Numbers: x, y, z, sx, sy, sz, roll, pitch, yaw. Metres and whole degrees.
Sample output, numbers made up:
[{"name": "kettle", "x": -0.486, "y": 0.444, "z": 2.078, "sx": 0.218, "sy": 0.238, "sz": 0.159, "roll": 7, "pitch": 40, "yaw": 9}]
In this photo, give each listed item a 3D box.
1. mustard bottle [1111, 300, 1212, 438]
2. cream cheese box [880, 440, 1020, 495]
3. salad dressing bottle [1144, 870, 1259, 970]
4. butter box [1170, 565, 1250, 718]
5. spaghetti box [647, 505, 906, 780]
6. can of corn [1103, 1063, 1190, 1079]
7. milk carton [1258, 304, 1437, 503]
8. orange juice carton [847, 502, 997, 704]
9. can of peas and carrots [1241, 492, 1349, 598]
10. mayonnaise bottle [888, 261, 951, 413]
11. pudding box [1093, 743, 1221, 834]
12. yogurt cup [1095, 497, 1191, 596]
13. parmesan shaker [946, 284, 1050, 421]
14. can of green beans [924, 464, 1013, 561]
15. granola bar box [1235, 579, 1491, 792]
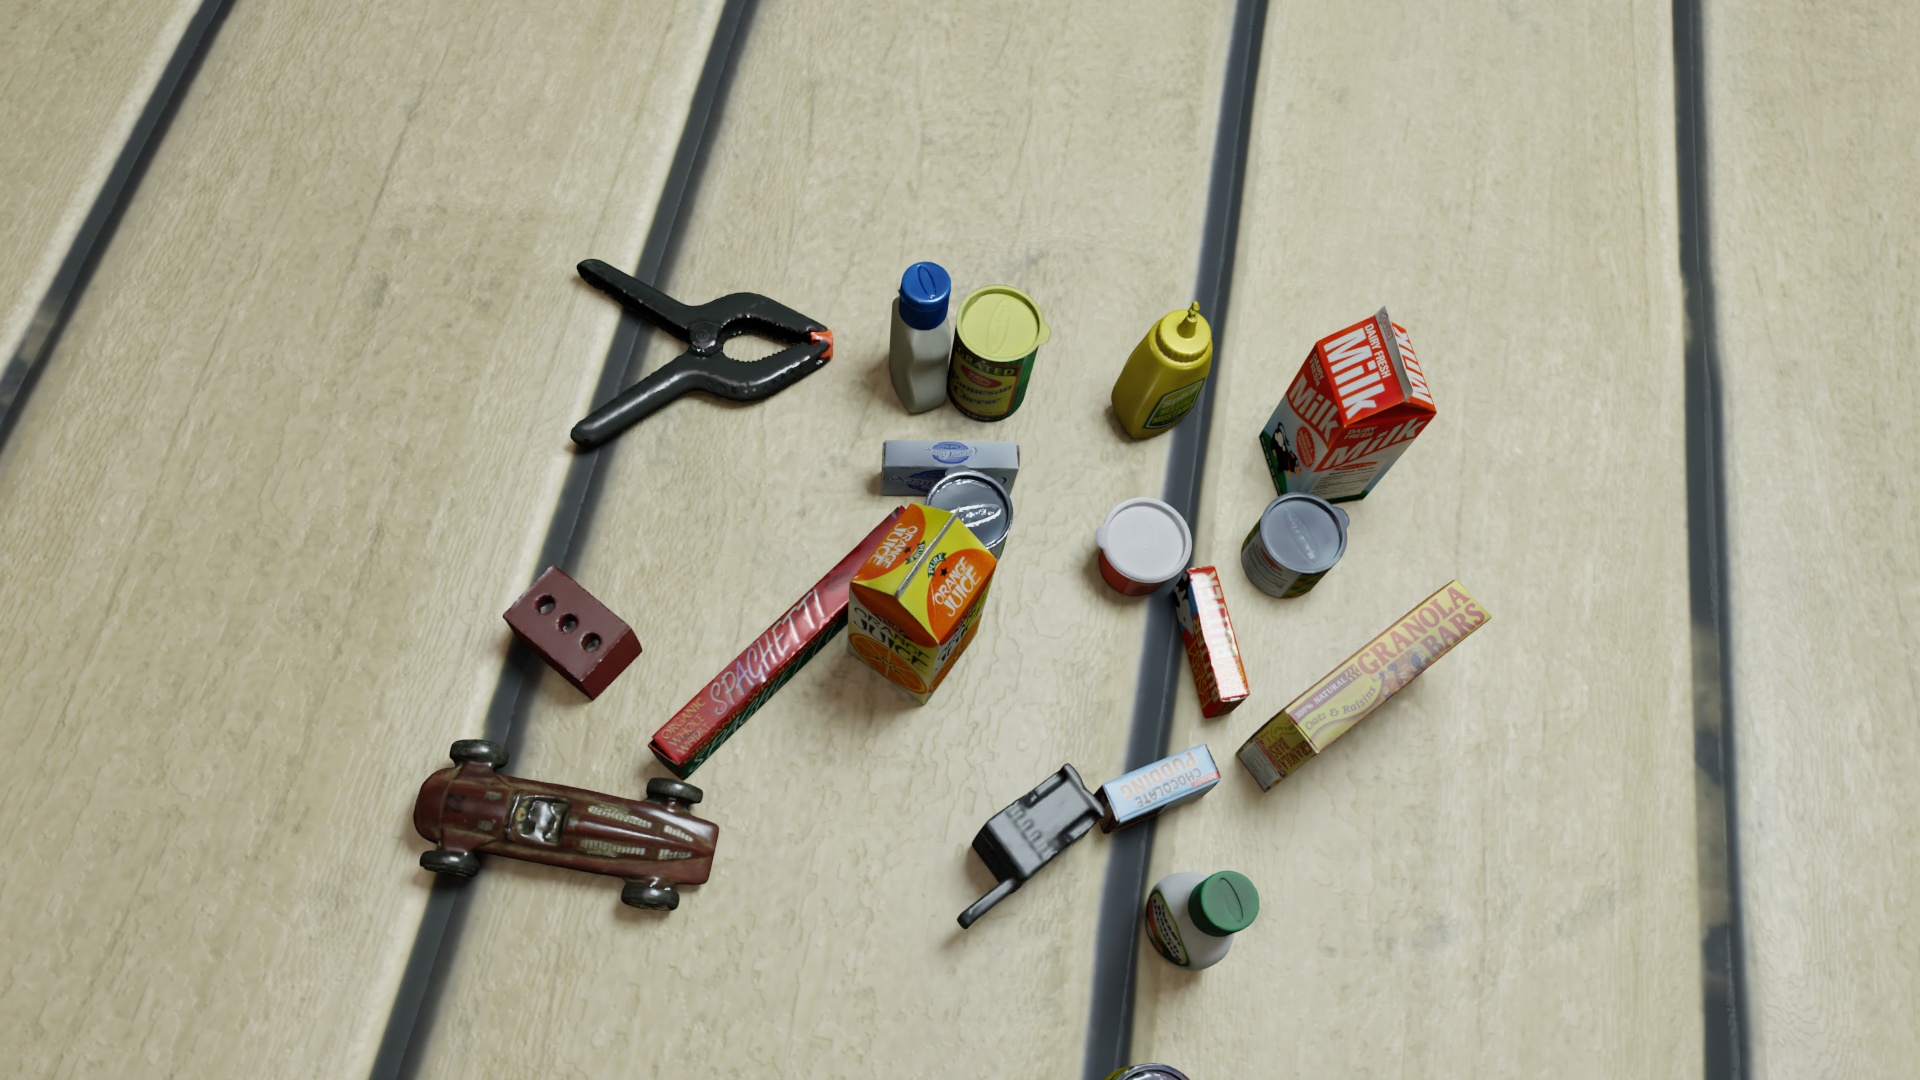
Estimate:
[{"name": "mustard bottle", "x": 0.158, "y": -0.133, "z": 1.053, "sx": 0.065, "sy": 0.159, "sz": 0.049, "roll": -25, "pitch": 72, "yaw": -14}, {"name": "cream cheese box", "x": -0.009, "y": -0.055, "z": 1.063, "sx": 0.104, "sy": 0.053, "sz": 0.024, "roll": 0, "pitch": 68, "yaw": -5}, {"name": "salad dressing bottle", "x": 0.157, "y": 0.243, "z": 0.903, "sx": 0.044, "sy": 0.147, "sz": 0.064, "roll": -17, "pitch": 70, "yaw": -12}, {"name": "butter box", "x": 0.184, "y": 0.075, "z": 1.027, "sx": 0.024, "sy": 0.053, "sz": 0.104, "roll": -8, "pitch": 69, "yaw": -9}, {"name": "spaghetti box", "x": -0.121, "y": 0.072, "z": 1.001, "sx": 0.029, "sy": 0.050, "sz": 0.251, "roll": 42, "pitch": 70, "yaw": 11}, {"name": "can of corn", "x": 0.117, "y": 0.371, "z": 0.894, "sx": 0.071, "sy": 0.058, "sz": 0.071, "roll": 2, "pitch": 67, "yaw": -5}, {"name": "milk carton", "x": 0.291, "y": -0.096, "z": 1.034, "sx": 0.073, "sy": 0.189, "sz": 0.072, "roll": -9, "pitch": 69, "yaw": -9}, {"name": "orange juice carton", "x": -0.027, "y": 0.040, "z": 0.946, "sx": 0.073, "sy": 0.192, "sz": 0.072, "roll": 34, "pitch": 69, "yaw": 9}, {"name": "can of peas and carrots", "x": 0.256, "y": 0.003, "z": 1.061, "sx": 0.071, "sy": 0.058, "sz": 0.071, "roll": 2, "pitch": 67, "yaw": -5}, {"name": "mayonnaise bottle", "x": -0.030, "y": -0.156, "z": 1.052, "sx": 0.041, "sy": 0.147, "sz": 0.065, "roll": -17, "pitch": 70, "yaw": -12}, {"name": "pudding box", "x": 0.138, "y": 0.176, "z": 0.982, "sx": 0.084, "sy": 0.049, "sz": 0.030, "roll": -19, "pitch": 71, "yaw": -13}, {"name": "yogurt cup", "x": 0.136, "y": 0.008, "z": 1.050, "sx": 0.072, "sy": 0.053, "sz": 0.072, "roll": 2, "pitch": 67, "yaw": -5}, {"name": "parmesan shaker", "x": 0.028, "y": -0.142, "z": 1.076, "sx": 0.071, "sy": 0.102, "sz": 0.071, "roll": 2, "pitch": 68, "yaw": -4}, {"name": "can of green beans", "x": 0.004, "y": -0.011, "z": 1.044, "sx": 0.071, "sy": 0.057, "sz": 0.071, "roll": 2, "pitch": 67, "yaw": -5}, {"name": "granola bar box", "x": 0.282, "y": 0.104, "z": 0.986, "sx": 0.166, "sy": 0.123, "sz": 0.039, "roll": -33, "pitch": 74, "yaw": -17}]
